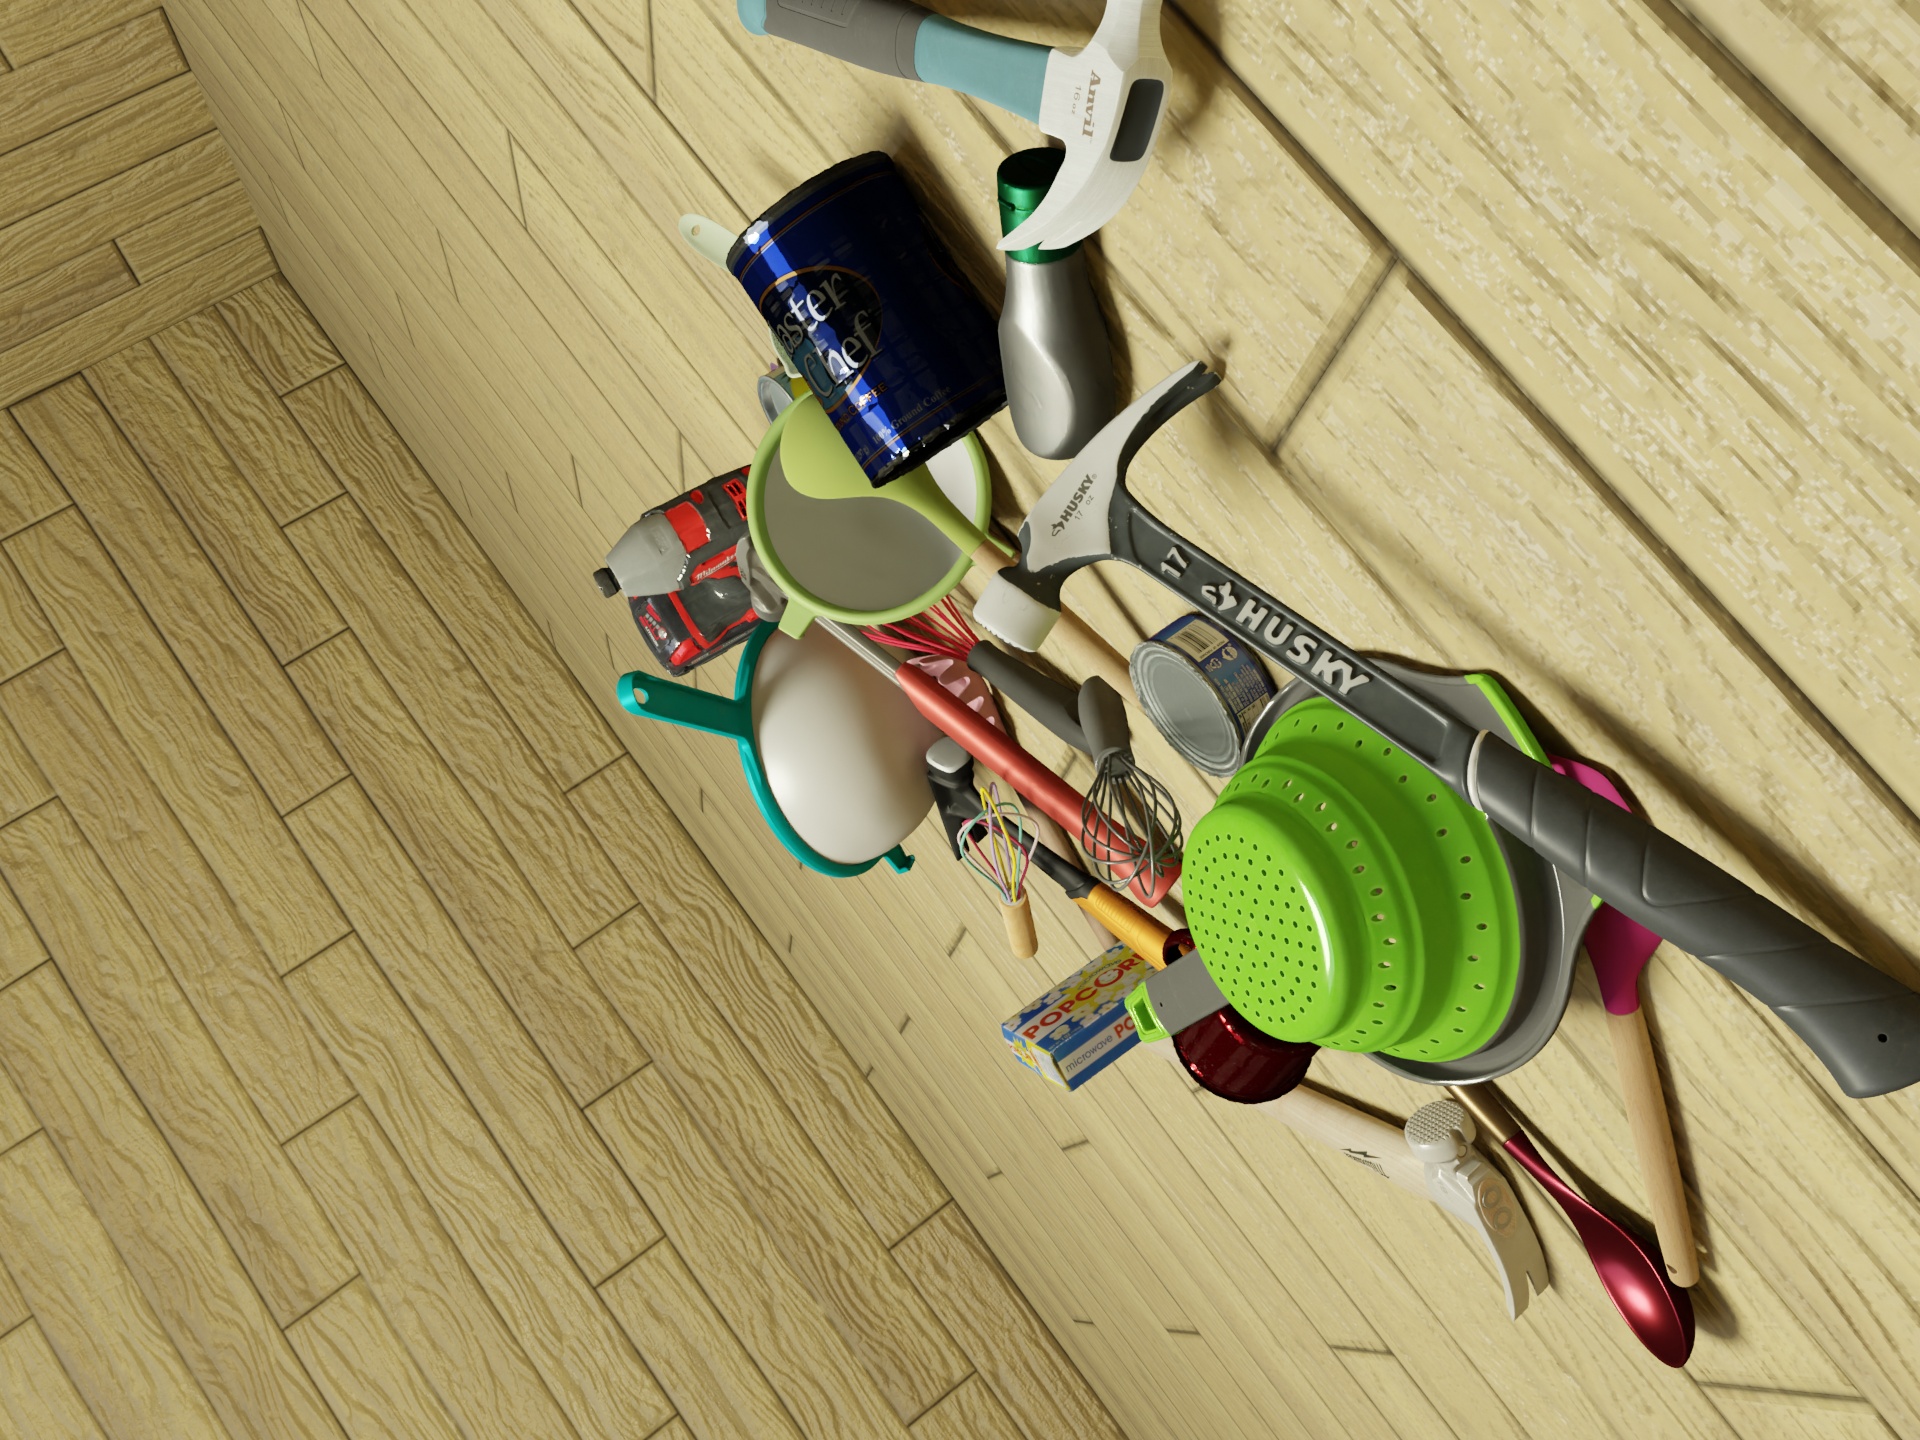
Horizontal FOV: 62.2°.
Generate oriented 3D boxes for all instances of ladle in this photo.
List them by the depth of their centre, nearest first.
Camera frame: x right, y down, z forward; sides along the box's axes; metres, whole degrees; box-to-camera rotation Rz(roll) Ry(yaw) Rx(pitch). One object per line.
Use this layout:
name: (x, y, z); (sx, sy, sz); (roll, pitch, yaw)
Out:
ladle: (0.280, 0.208, 0.868); (0.316, 0.031, 0.069); (50, 161, 24)
ladle: (0.027, -0.077, 0.914); (0.320, 0.078, 0.062); (42, 158, 0)

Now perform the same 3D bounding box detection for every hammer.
hammer: (0.192, 0.004, 0.630); (0.409, 0.149, 0.036); (37, -168, 24)
hammer: (-0.018, -0.297, 0.693); (0.331, 0.033, 0.128); (43, 134, 47)
hammer: (-0.002, -0.003, 1.053); (0.359, 0.037, 0.149); (38, 166, 5)
hammer: (0.229, 0.270, 1.097); (0.146, 0.038, 0.411); (60, 162, -17)
hammer: (0.104, 0.136, 1.119); (0.337, 0.034, 0.127); (36, 156, 33)

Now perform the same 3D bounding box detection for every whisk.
whisk: (0.087, 0.027, 0.883); (0.239, 0.055, 0.055); (-92, -23, -67)
whisk: (0.001, -0.054, 1.083); (0.296, 0.073, 0.073); (36, 154, 36)
whisk: (0.034, 0.117, 1.115); (0.047, 0.051, 0.244); (32, 159, 24)

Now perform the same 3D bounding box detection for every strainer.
strainer: (-0.066, -0.183, 0.982); (0.069, 0.151, 0.256); (-1, -106, -78)
strainer: (-0.102, -0.002, 1.148); (0.340, 0.095, 0.211); (18, -119, -59)

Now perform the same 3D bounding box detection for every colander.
colander: (0.142, 0.113, 0.792); (0.205, 0.094, 0.397); (66, 153, 16)

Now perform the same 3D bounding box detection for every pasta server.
pasta server: (0.055, 0.077, 1.201); (0.316, 0.040, 0.060); (60, 158, -18)

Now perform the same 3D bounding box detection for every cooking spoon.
cooking spoon: (0.302, 0.147, 0.714); (0.069, 0.017, 0.318); (27, 146, 57)

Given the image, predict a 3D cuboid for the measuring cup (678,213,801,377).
measuring cup: (-0.102, -0.258, 0.940); (0.168, 0.083, 0.038); (37, -162, 26)

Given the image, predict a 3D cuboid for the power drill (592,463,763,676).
power drill: (-0.205, -0.111, 1.218); (0.078, 0.143, 0.219); (58, 168, 8)

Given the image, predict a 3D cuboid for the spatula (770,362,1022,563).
spatula: (-0.043, -0.163, 1.060); (0.316, 0.018, 0.059); (41, 158, 41)
